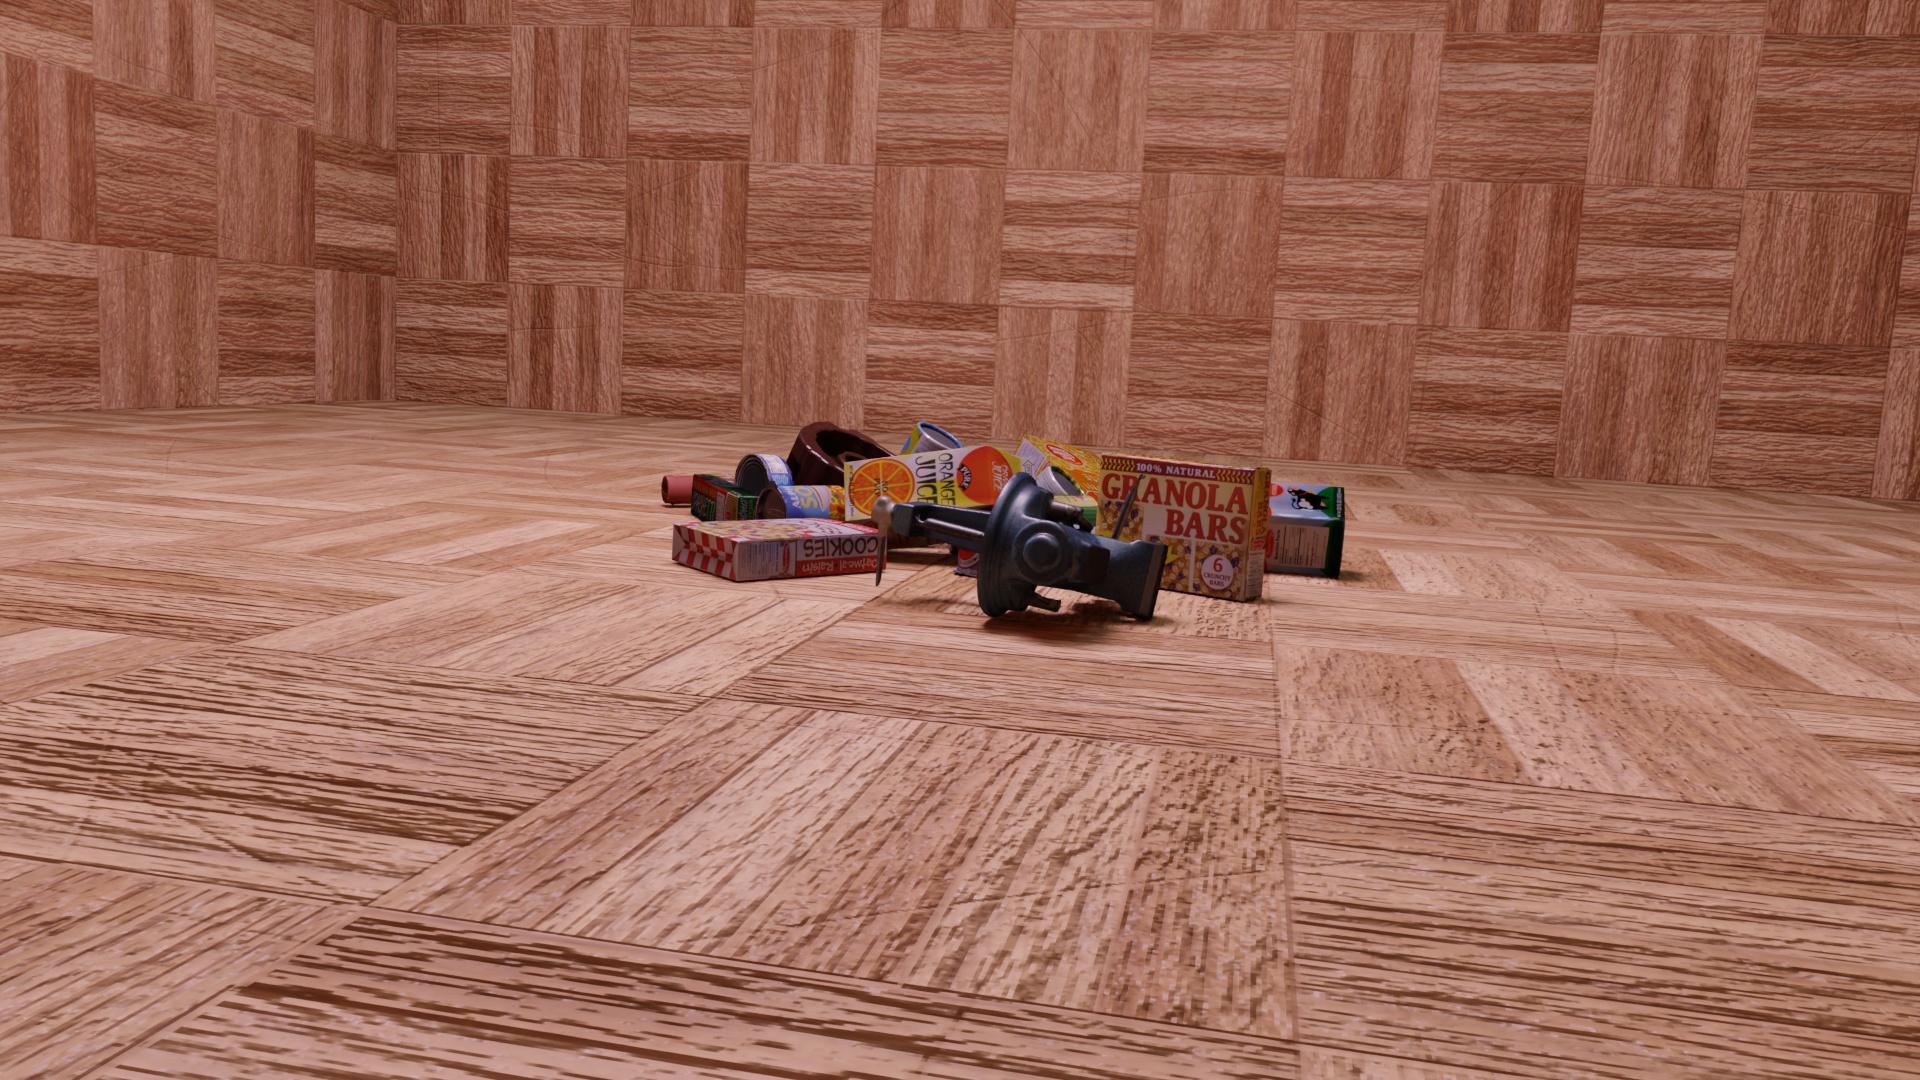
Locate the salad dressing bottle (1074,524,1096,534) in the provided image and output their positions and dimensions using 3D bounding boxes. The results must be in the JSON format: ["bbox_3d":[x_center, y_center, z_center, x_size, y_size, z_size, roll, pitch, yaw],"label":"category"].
[{"bbox_3d":[0.166,0.010,1.418,0.148,0.044,0.064,6,2,10],"label":"salad dressing bottle"}]

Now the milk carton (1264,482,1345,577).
[{"bbox_3d":[0.310,-0.017,1.486,0.190,0.073,0.073,4,32,12],"label":"milk carton"}]

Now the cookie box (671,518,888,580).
[{"bbox_3d":[-0.171,0.005,1.326,0.168,0.040,0.123,-3,10,-40],"label":"cookie box"}]

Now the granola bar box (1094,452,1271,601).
[{"bbox_3d":[0.208,-0.016,1.322,0.165,0.124,0.039,8,8,36],"label":"granola bar box"}]

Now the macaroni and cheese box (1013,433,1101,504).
[{"bbox_3d":[0.156,-0.061,1.667,0.124,0.040,0.167,10,26,-41],"label":"macaroni and cheese box"}]

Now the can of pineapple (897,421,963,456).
[{"bbox_3d":[-0.037,-0.102,1.667,0.071,0.057,0.071,29,19,-11],"label":"can of pineapple"}]

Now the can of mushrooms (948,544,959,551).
[{"bbox_3d":[0.005,-0.019,1.493,0.033,0.071,0.071,1,7,-6],"label":"can of mushrooms"}]

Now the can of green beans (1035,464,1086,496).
[{"bbox_3d":[0.103,-0.044,1.571,0.071,0.057,0.071,39,21,-18],"label":"can of green beans"}]

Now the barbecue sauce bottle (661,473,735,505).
[{"bbox_3d":[-0.306,-0.065,1.781,0.149,0.043,0.065,-1,10,-27],"label":"barbecue sauce bottle"}]

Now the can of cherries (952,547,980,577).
[{"bbox_3d":[0.029,0.004,1.352,0.071,0.058,0.071,4,7,0],"label":"can of cherries"}]

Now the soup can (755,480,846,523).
[{"bbox_3d":[-0.163,-0.028,1.459,0.084,0.071,0.071,-2,9,-37],"label":"soup can"}]

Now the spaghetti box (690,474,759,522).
[{"bbox_3d":[-0.271,-0.040,1.589,0.029,0.050,0.250,2,7,-22],"label":"spaghetti box"}]

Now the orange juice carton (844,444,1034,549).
[{"bbox_3d":[-0.018,-0.044,1.425,0.193,0.072,0.072,-7,-29,5],"label":"orange juice carton"}]

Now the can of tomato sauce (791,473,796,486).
[{"bbox_3d":[-0.199,-0.057,1.669,0.071,0.071,0.083,7,8,26],"label":"can of tomato sauce"}]

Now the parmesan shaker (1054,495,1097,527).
[{"bbox_3d":[0.090,-0.015,1.495,0.103,0.071,0.071,-1,8,-23],"label":"parmesan shaker"}]
